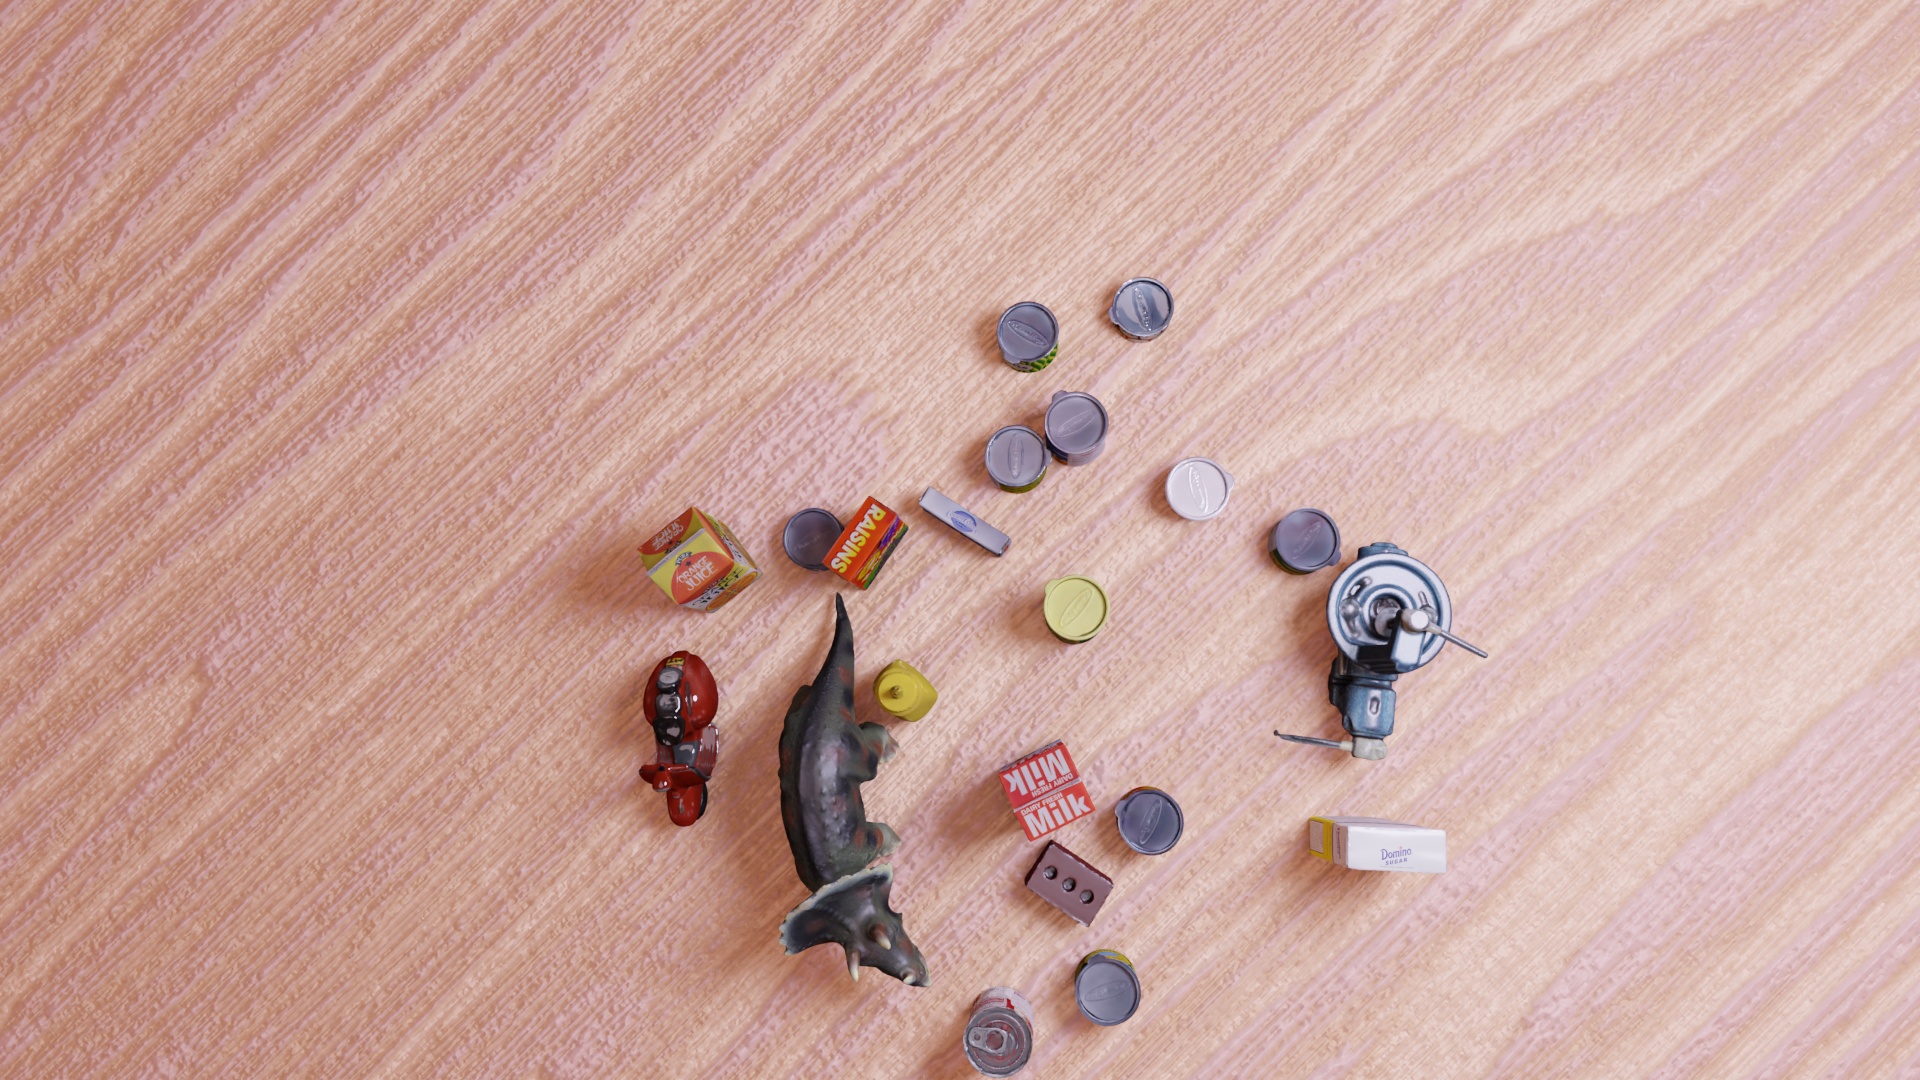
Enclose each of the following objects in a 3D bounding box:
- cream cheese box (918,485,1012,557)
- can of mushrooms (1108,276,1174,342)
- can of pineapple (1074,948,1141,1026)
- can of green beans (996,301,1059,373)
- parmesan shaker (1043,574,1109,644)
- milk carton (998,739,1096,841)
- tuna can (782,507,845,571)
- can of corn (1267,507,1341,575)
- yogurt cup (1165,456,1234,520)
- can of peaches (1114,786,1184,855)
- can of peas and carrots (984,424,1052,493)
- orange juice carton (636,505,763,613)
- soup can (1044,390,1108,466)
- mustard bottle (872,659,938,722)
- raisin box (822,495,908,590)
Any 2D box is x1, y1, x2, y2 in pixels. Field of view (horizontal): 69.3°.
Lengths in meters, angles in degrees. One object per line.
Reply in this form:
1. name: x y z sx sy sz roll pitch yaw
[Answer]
1. cream cheese box: 0.005 -0.019 1.479 0.104 0.053 0.024 32 87 7
2. can of mushrooms: 0.195 -0.249 1.506 0.071 0.033 0.071 0 83 3
3. can of pineapple: 0.149 0.451 1.411 0.071 0.058 0.071 0 83 3
4. can of green beans: 0.073 -0.218 1.498 0.071 0.058 0.071 0 83 3
5. parmesan shaker: 0.117 0.070 1.437 0.071 0.103 0.071 0 84 4
6. milk carton: 0.085 0.246 1.373 0.072 0.190 0.073 -26 83 0
7. tuna can: -0.155 0.002 1.497 0.071 0.033 0.071 0 83 3
8. can of corn: 0.360 0.003 1.453 0.071 0.058 0.071 0 83 3
9. yogurt cup: 0.249 -0.051 1.469 0.072 0.054 0.072 0 83 3
10. can of peaches: 0.192 0.286 1.429 0.071 0.058 0.071 0 83 3
11. can of peas and carrots: 0.062 -0.086 1.482 0.071 0.058 0.071 0 83 3
12. orange juice carton: -0.268 0.020 1.421 0.072 0.192 0.073 -38 83 -1
13. soup can: 0.121 -0.119 1.469 0.071 0.083 0.071 0 83 4
14. mustard bottle: -0.060 0.153 1.409 0.065 0.160 0.049 41 88 7
15. raisin box: -0.097 0.005 1.447 0.040 0.123 0.086 35 87 7
